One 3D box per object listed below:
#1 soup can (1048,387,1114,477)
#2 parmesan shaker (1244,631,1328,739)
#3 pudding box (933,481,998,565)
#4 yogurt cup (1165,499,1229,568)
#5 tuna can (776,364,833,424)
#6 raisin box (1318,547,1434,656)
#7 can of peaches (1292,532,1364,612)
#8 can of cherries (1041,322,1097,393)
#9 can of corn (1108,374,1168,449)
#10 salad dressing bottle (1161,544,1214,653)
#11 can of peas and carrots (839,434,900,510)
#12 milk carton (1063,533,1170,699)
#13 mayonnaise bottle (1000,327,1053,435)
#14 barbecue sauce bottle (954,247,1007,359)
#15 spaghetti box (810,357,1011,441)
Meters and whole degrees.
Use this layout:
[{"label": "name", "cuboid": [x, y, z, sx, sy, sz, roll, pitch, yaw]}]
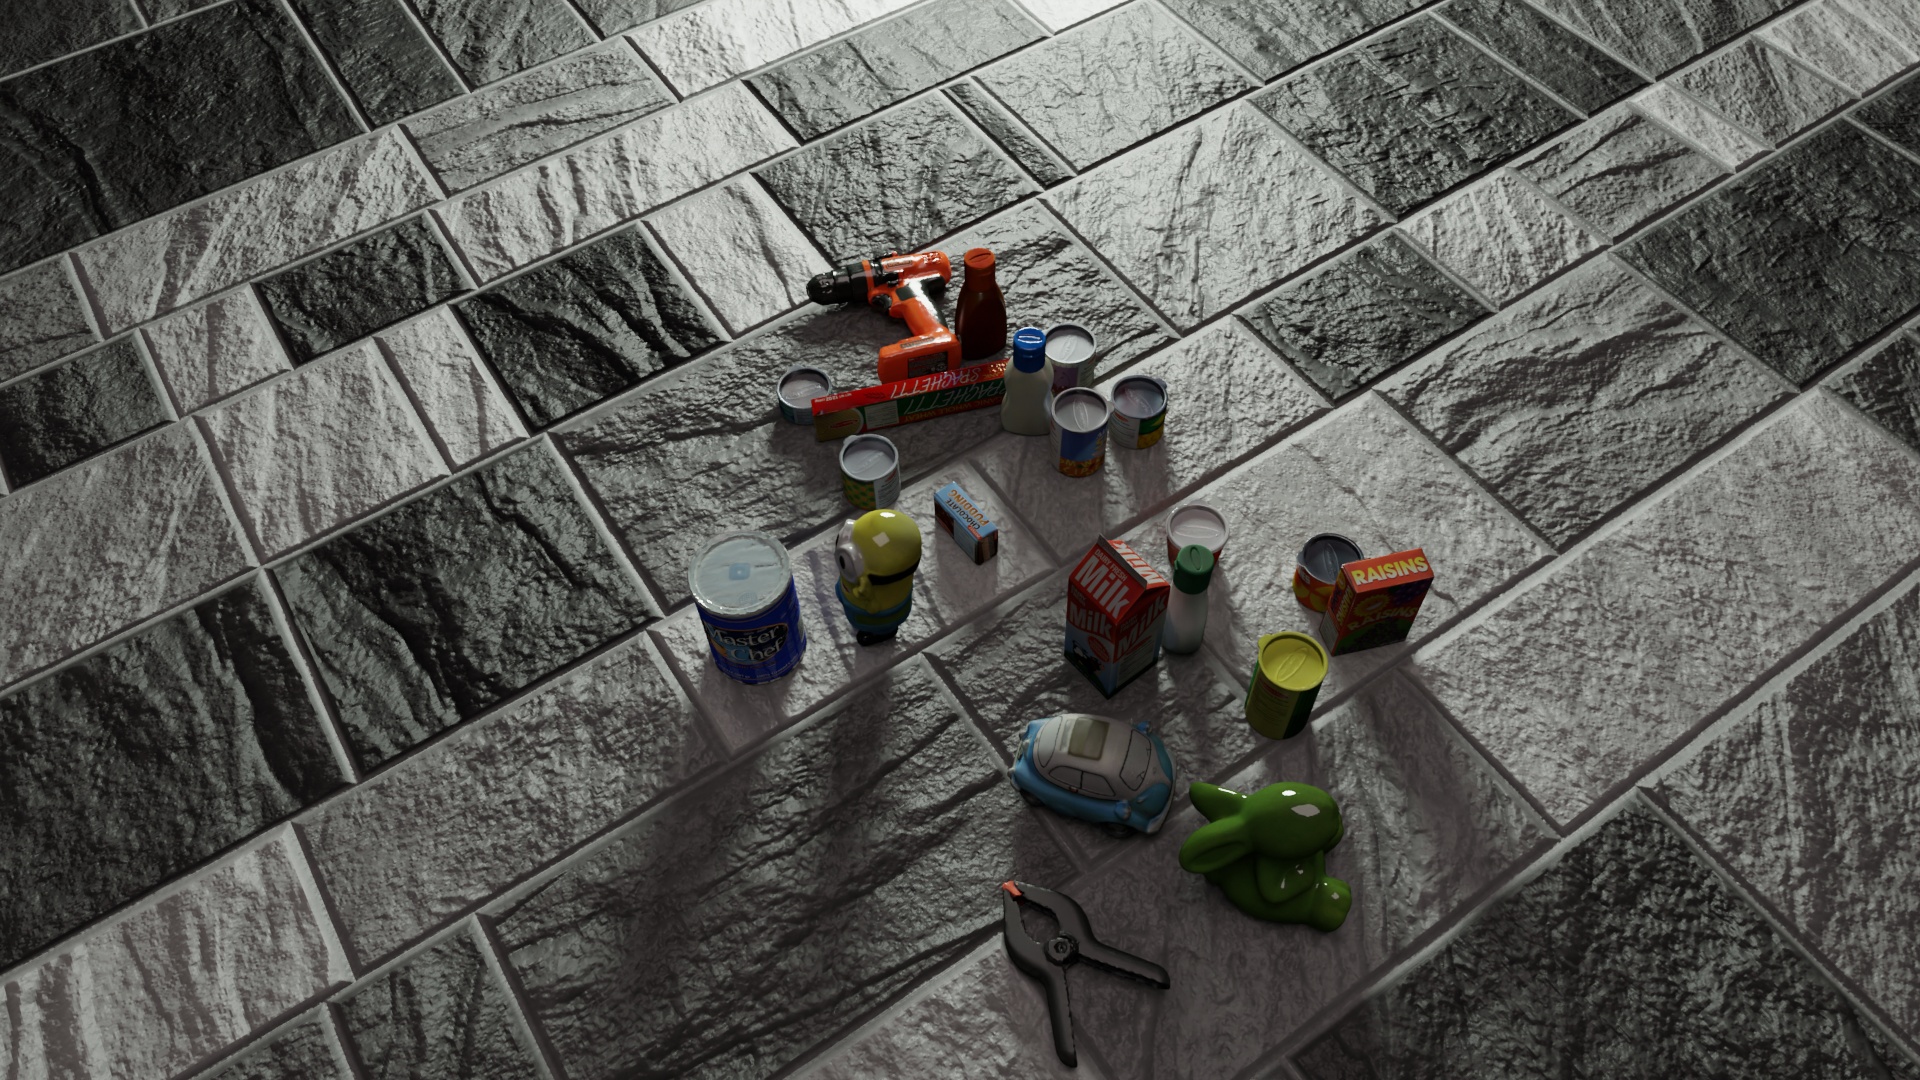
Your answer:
[{"label": "soup can", "cuboid": [0.137, -0.122, 1.575, 0.071, 0.083, 0.072, -1, 55, 1]}, {"label": "parmesan shaker", "cuboid": [0.318, 0.142, 1.374, 0.071, 0.102, 0.071, -1, 55, 1]}, {"label": "pudding box", "cuboid": [0.005, -0.019, 1.527, 0.030, 0.049, 0.084, -32, 60, -19]}, {"label": "yogurt cup", "cuboid": [0.254, 0.001, 1.504, 0.072, 0.053, 0.073, -1, 55, 1]}, {"label": "tuna can", "cuboid": [-0.185, -0.173, 1.650, 0.071, 0.032, 0.071, -1, 55, 1]}, {"label": "raisin box", "cuboid": [0.422, 0.063, 1.414, 0.086, 0.122, 0.040, -11, 56, -6]}, {"label": "can of peaches", "cuboid": [0.387, 0.035, 1.475, 0.071, 0.057, 0.071, -1, 55, 1]}, {"label": "can of cherries", "cuboid": [0.126, -0.218, 1.658, 0.071, 0.058, 0.072, -1, 55, 1]}, {"label": "can of corn", "cuboid": [0.207, -0.149, 1.608, 0.071, 0.058, 0.071, -1, 55, 1]}, {"label": "salad dressing bottle", "cuboid": [0.230, 0.060, 1.407, 0.044, 0.147, 0.064, -5, 55, -2]}, {"label": "can of peas and carrots", "cuboid": [-0.103, -0.078, 1.565, 0.071, 0.058, 0.071, -1, 55, 1]}, {"label": "milk carton", "cuboid": [0.154, 0.070, 1.375, 0.074, 0.189, 0.072, -33, 61, -20]}, {"label": "mayonnaise bottle", "cuboid": [0.078, -0.180, 1.578, 0.065, 0.147, 0.041, 6, 56, 6]}, {"label": "barbecue sauce bottle", "cuboid": [0.024, -0.281, 1.651, 0.065, 0.147, 0.044, -21, 57, -13]}, {"label": "spaghetti box", "cuboid": [-0.050, -0.165, 1.631, 0.250, 0.050, 0.029, -13, 56, -7]}]
